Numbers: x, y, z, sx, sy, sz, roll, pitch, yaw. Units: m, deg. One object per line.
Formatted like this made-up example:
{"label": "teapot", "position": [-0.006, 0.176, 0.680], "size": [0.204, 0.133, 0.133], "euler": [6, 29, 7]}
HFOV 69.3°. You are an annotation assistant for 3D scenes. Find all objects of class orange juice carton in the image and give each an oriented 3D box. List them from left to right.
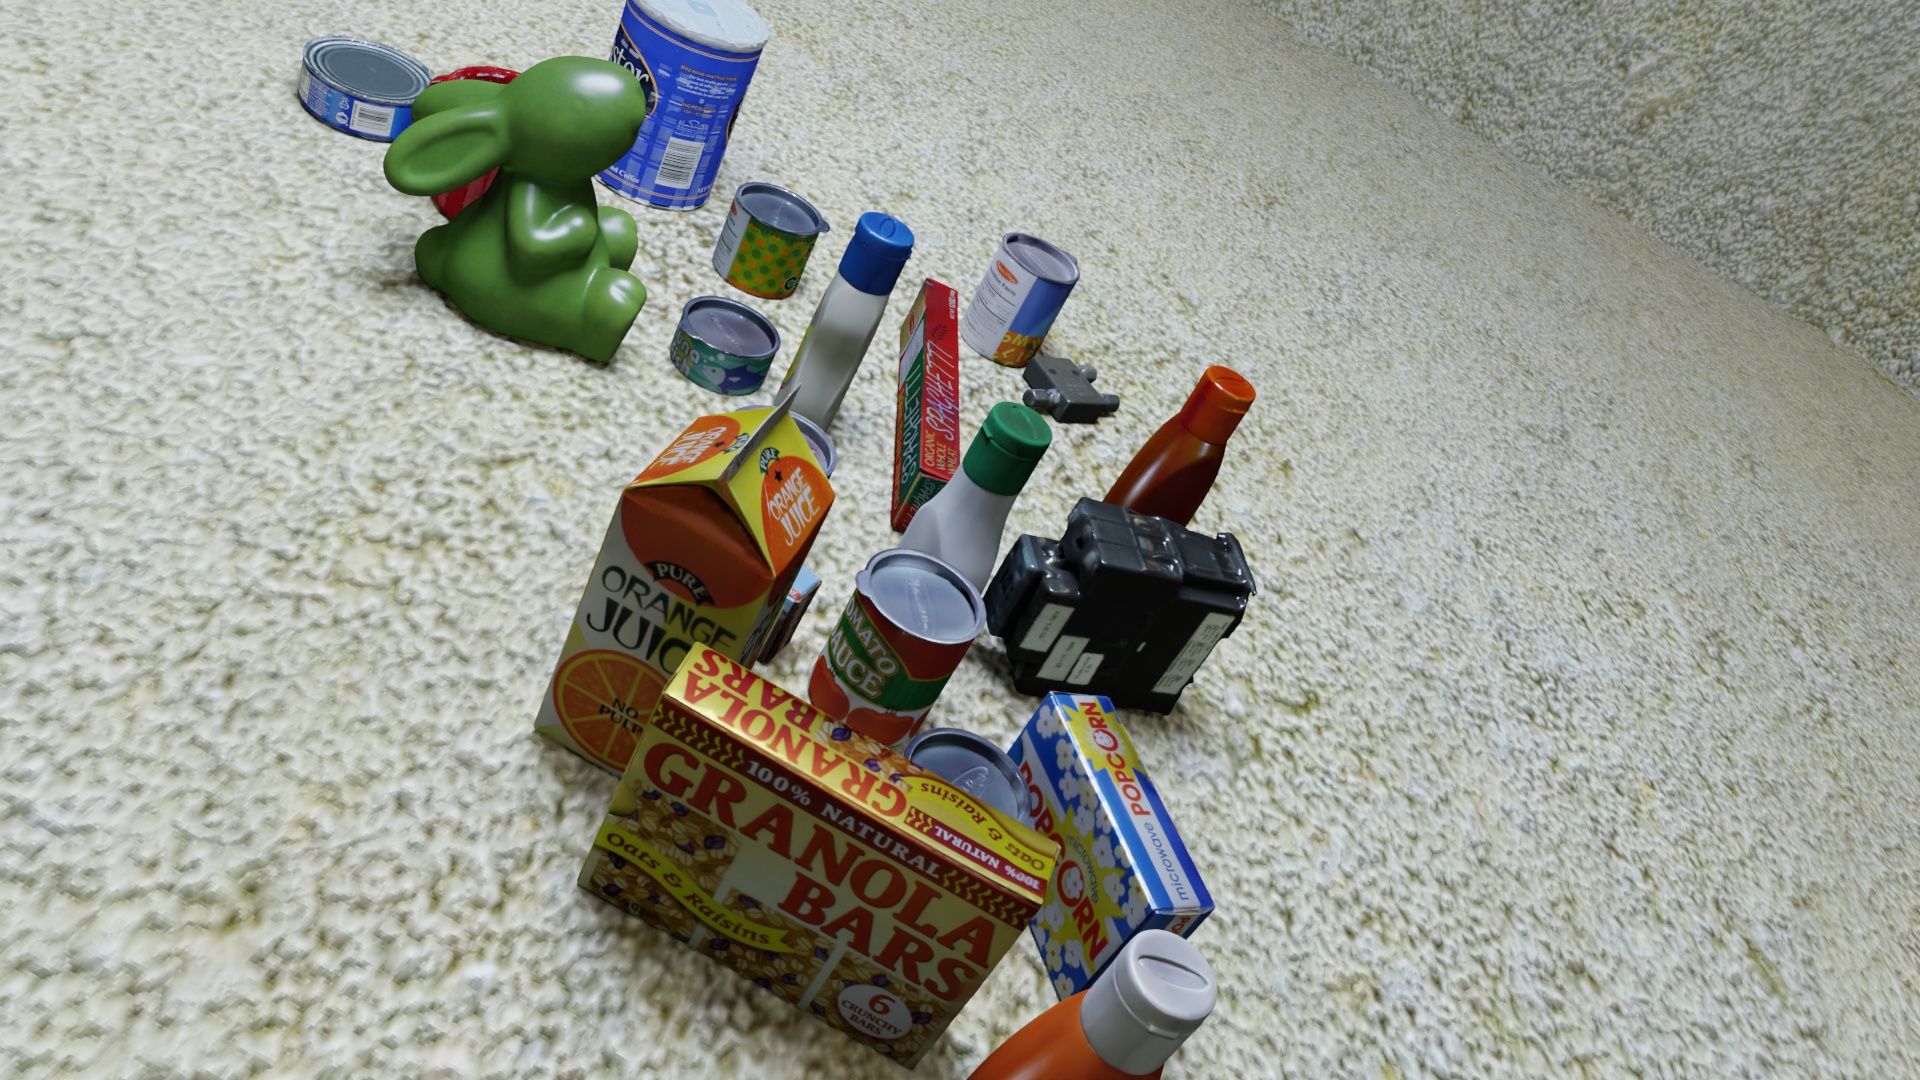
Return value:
{"label": "orange juice carton", "position": [-0.115, 0.019, 0.607], "size": [0.073, 0.191, 0.072], "euler": [30, 34, 0]}

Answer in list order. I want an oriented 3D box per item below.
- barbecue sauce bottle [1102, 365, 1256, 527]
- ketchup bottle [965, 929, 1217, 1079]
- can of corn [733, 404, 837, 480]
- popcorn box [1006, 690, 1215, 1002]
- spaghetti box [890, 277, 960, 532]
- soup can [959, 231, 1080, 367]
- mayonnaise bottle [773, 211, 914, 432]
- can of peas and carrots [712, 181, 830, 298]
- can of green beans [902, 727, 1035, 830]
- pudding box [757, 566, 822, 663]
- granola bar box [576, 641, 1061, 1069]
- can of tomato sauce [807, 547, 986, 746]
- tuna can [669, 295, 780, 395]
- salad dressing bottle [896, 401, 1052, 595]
{"label": "barbecue sauce bottle", "position": [0.141, -0.047, 0.917], "size": [0.065, 0.147, 0.044], "euler": [2, 43, -35]}
{"label": "ketchup bottle", "position": [0.044, 0.204, 0.526], "size": [0.065, 0.148, 0.044], "euler": [22, 35, -11]}
{"label": "can of corn", "position": [-0.111, -0.033, 0.795], "size": [0.071, 0.058, 0.071], "euler": [20, 35, -15]}
{"label": "popcorn box", "position": [0.061, 0.148, 0.666], "size": [0.038, 0.084, 0.127], "euler": [6, 41, -31]}
{"label": "spaghetti box", "position": [-0.023, -0.097, 0.948], "size": [0.029, 0.050, 0.251], "euler": [19, 36, -15]}
{"label": "soup can", "position": [0.047, -0.187, 1.084], "size": [0.071, 0.083, 0.072], "euler": [20, 35, -15]}
{"label": "mayonnaise bottle", "position": [-0.074, -0.135, 0.873], "size": [0.041, 0.147, 0.065], "euler": [24, 35, -9]}
{"label": "can of peas and carrots", "position": [-0.138, -0.217, 1.009], "size": [0.071, 0.058, 0.071], "euler": [20, 35, -15]}
{"label": "can of green beans", "position": [-0.008, 0.133, 0.659], "size": [0.071, 0.057, 0.071], "euler": [20, 35, -15]}
{"label": "pudding box", "position": [-0.120, 0.019, 0.729], "size": [0.084, 0.049, 0.030], "euler": [34, 34, 7]}
{"label": "granola bar box", "position": [-0.061, 0.132, 0.563], "size": [0.165, 0.123, 0.039], "euler": [29, 34, -1]}
{"label": "can of tomato sauce", "position": [-0.036, 0.056, 0.715], "size": [0.071, 0.082, 0.071], "euler": [20, 35, -15]}
{"label": "tuna can", "position": [-0.156, -0.127, 0.904], "size": [0.071, 0.032, 0.071], "euler": [20, 36, -15]}
{"label": "salad dressing bottle", "position": [0.003, -0.010, 0.769], "size": [0.044, 0.147, 0.064], "euler": [6, 41, -31]}
